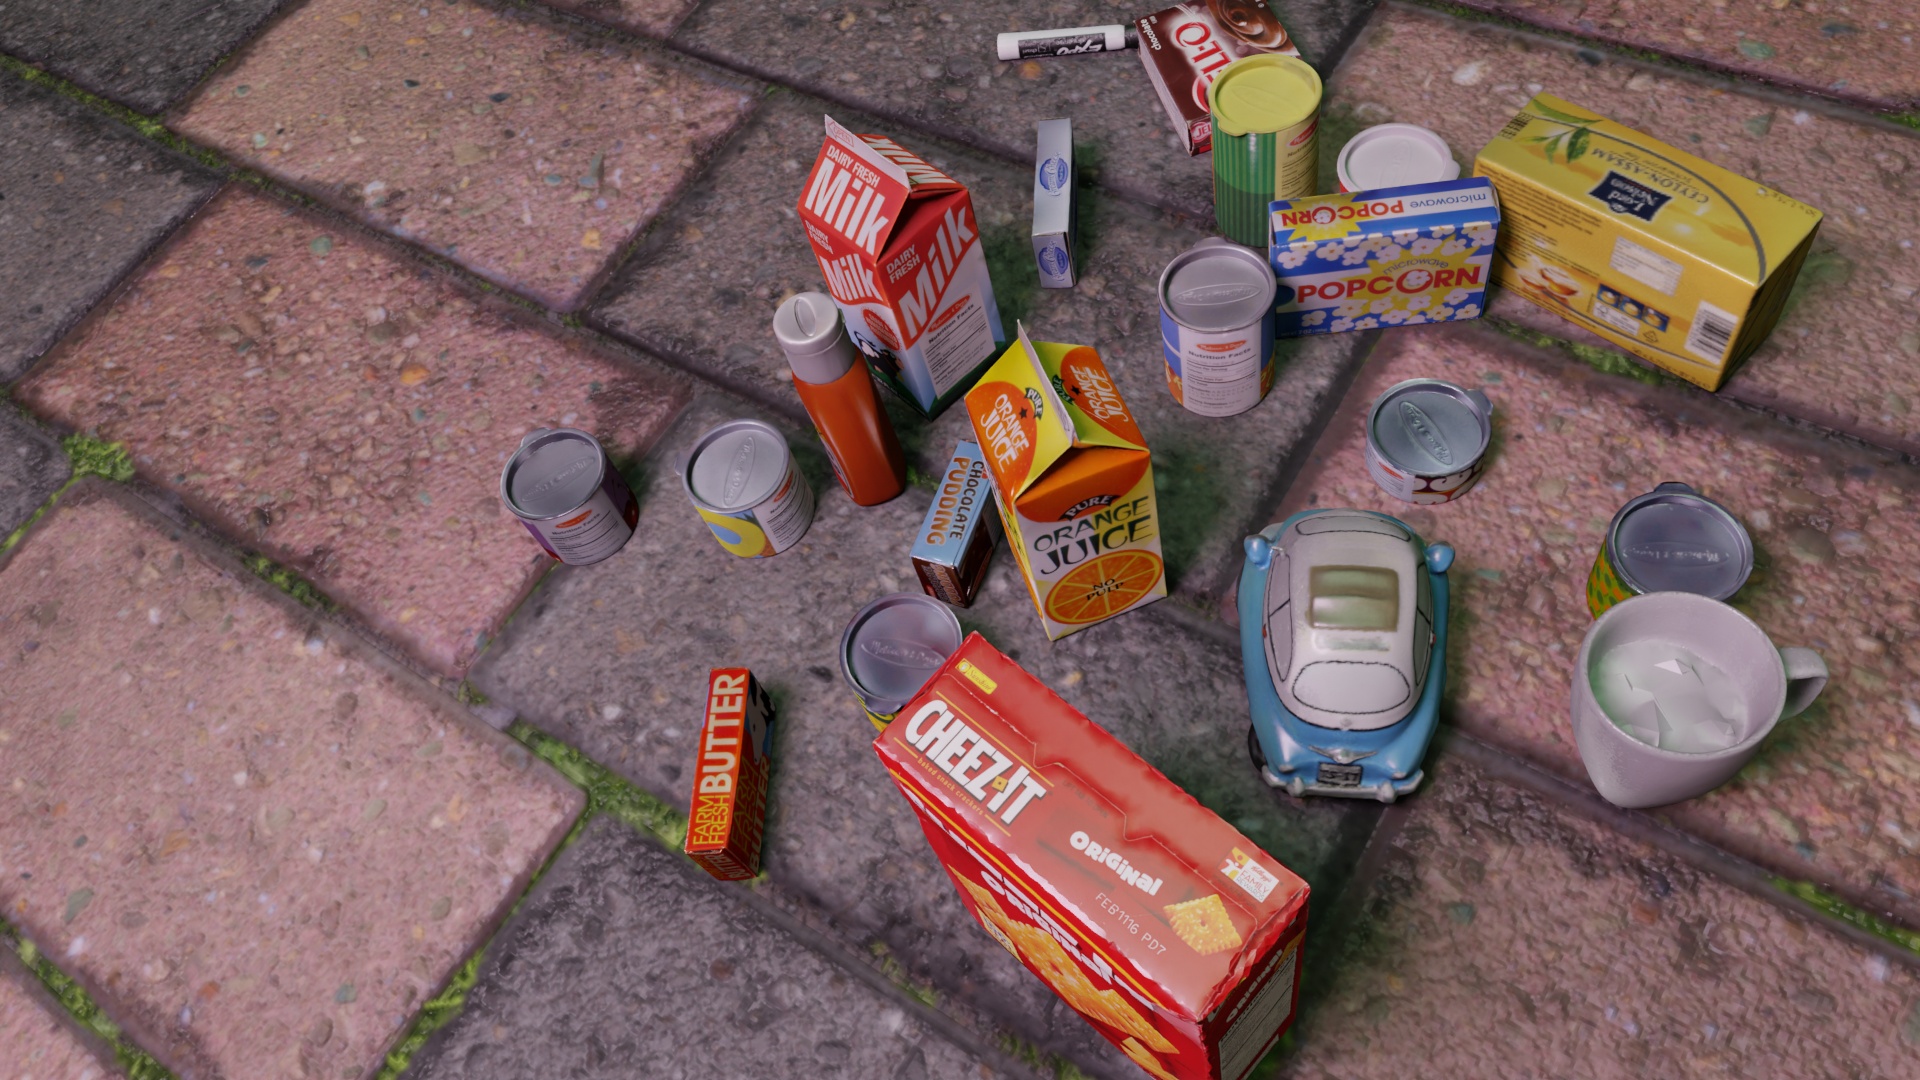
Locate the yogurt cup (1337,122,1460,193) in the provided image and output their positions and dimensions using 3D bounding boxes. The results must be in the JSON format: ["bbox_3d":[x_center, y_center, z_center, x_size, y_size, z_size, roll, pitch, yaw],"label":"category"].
[{"bbox_3d":[0.269,-0.217,0.866,0.072,0.053,0.073,-5,59,9],"label":"yogurt cup"}]

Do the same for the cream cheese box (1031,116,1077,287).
[{"bbox_3d":[0.063,-0.222,0.912,0.024,0.053,0.104,-2,59,11],"label":"cream cheese box"}]

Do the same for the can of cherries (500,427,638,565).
[{"bbox_3d":[-0.240,-0.028,0.856,0.071,0.058,0.072,-5,59,9],"label":"can of cherries"}]

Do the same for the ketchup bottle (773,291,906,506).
[{"bbox_3d":[-0.068,-0.083,0.799,0.043,0.148,0.065,-21,58,-1],"label":"ketchup bottle"}]

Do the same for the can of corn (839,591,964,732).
[{"bbox_3d":[-0.027,0.072,0.751,0.071,0.058,0.071,-5,59,9],"label":"can of corn"}]

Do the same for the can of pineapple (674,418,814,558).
[{"bbox_3d":[-0.128,-0.031,0.834,0.071,0.057,0.071,-5,59,9],"label":"can of pineapple"}]

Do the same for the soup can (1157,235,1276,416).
[{"bbox_3d":[0.152,-0.125,0.817,0.071,0.083,0.071,-5,59,9],"label":"soup can"}]

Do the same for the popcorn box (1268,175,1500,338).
[{"bbox_3d":[0.246,-0.165,0.821,0.127,0.085,0.038,-5,59,9],"label":"popcorn box"}]

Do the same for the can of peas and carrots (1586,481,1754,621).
[{"bbox_3d":[0.357,0.015,0.705,0.071,0.058,0.071,-5,59,9],"label":"can of peas and carrots"}]

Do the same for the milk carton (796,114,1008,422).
[{"bbox_3d":[-0.034,-0.163,0.816,0.073,0.189,0.072,-42,61,-14],"label":"milk carton"}]

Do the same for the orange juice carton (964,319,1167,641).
[{"bbox_3d":[0.055,-0.030,0.716,0.073,0.192,0.072,-21,58,-1],"label":"orange juice carton"}]

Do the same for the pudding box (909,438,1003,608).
[{"bbox_3d":[0.003,-0.010,0.799,0.030,0.049,0.084,13,63,19],"label":"pudding box"}]

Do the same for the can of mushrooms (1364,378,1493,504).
[{"bbox_3d":[0.264,-0.056,0.782,0.071,0.033,0.071,-5,59,9],"label":"can of mushrooms"}]

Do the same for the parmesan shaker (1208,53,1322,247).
[{"bbox_3d":[0.188,-0.239,0.867,0.071,0.102,0.071,-5,59,9],"label":"parmesan shaker"}]

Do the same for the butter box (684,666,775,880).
[{"bbox_3d":[-0.121,0.125,0.742,0.024,0.053,0.104,-3,59,10],"label":"butter box"}]
